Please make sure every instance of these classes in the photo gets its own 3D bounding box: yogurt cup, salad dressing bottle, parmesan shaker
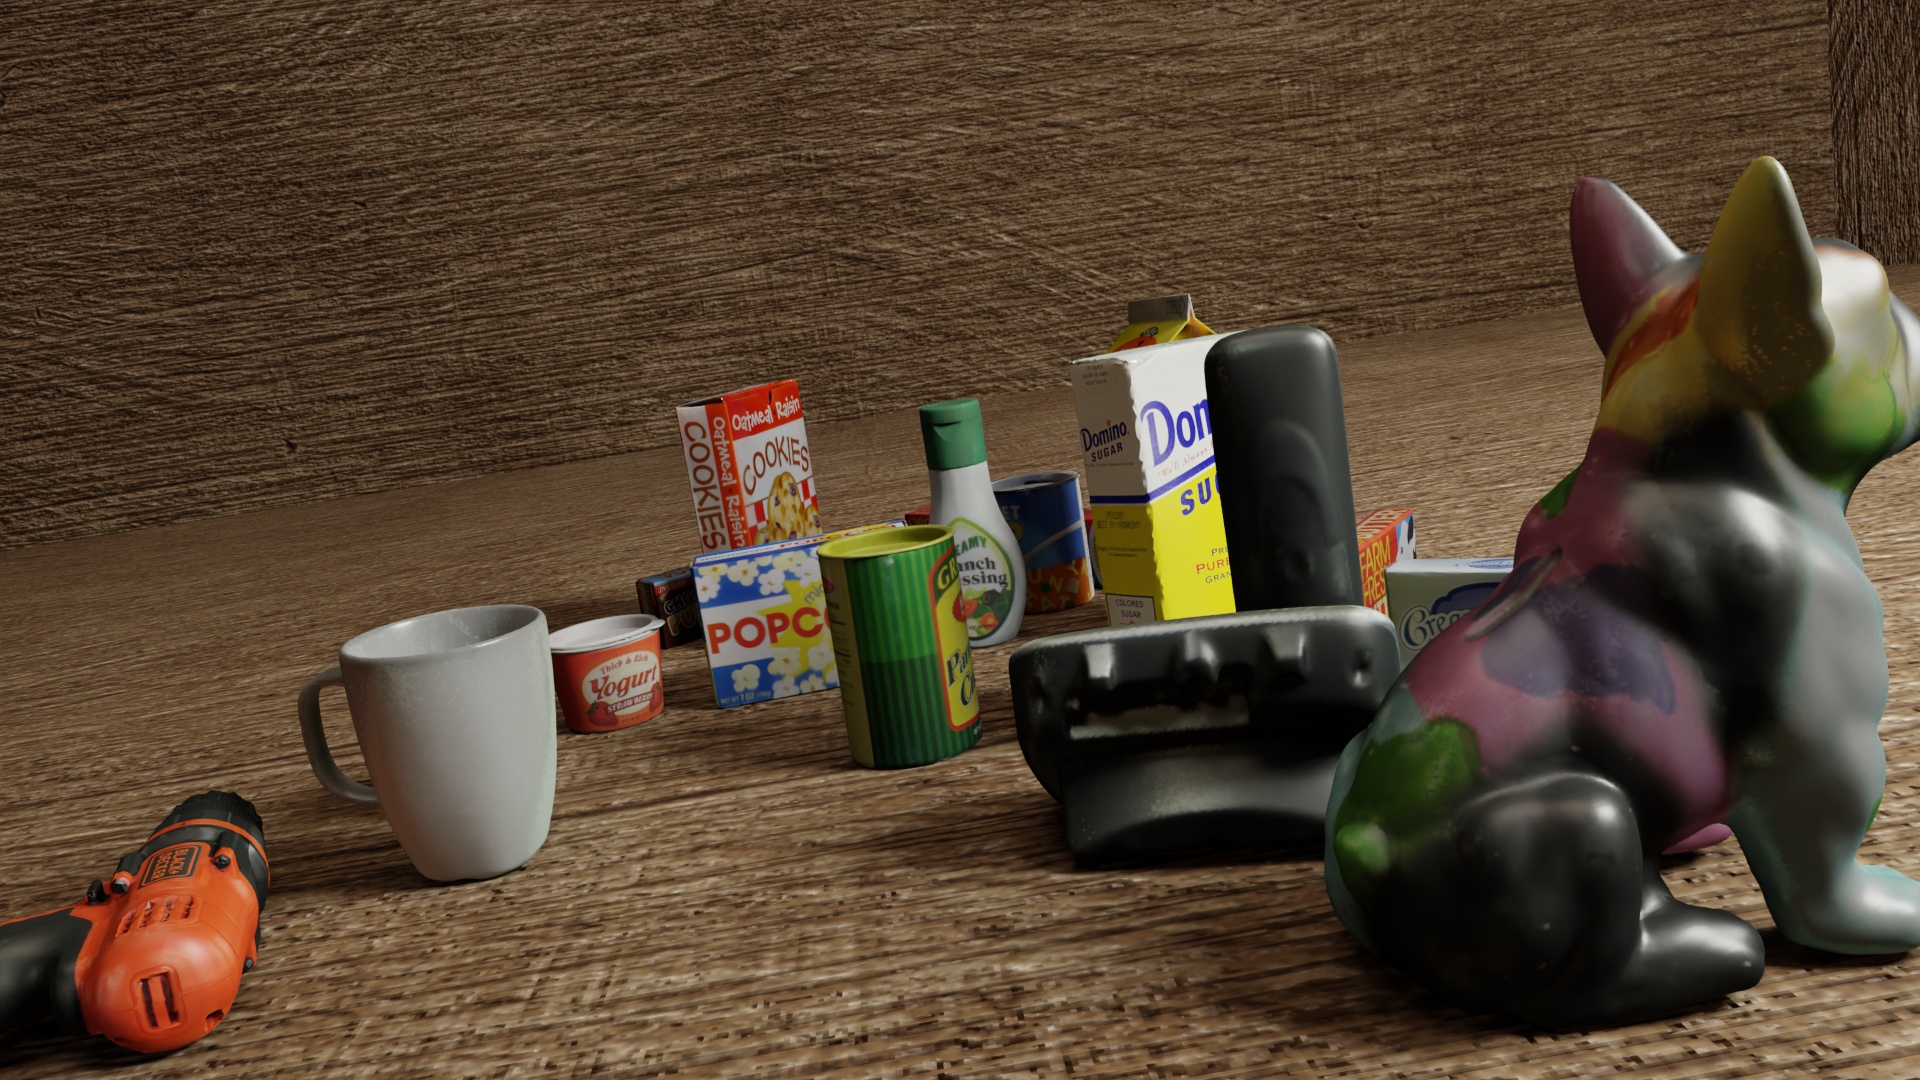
[{"bbox_3d":[-0.202,0.077,0.797,0.072,0.054,0.072,-8,10,2],"label":"yogurt cup"},{"bbox_3d":[0.003,-0.011,0.841,0.064,0.147,0.044,-7,10,9],"label":"salad dressing bottle"},{"bbox_3d":[-0.028,0.049,0.668,0.071,0.103,0.071,-8,10,2],"label":"parmesan shaker"}]

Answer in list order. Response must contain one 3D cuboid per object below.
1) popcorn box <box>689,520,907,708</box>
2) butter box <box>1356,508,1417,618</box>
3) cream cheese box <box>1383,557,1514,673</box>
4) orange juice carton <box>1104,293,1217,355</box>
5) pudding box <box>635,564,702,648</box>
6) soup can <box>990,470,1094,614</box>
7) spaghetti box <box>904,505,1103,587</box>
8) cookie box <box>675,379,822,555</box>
[{"bbox_3d":[-0.086,0.042,0.803,0.127,0.085,0.038,-10,10,-7],"label":"popcorn box"},{"bbox_3d":[0.225,0.019,0.763,0.024,0.053,0.104,-1,12,36],"label":"butter box"},{"bbox_3d":[0.254,0.036,0.648,0.103,0.053,0.024,-1,12,35],"label":"cream cheese box"},{"bbox_3d":[0.125,-0.044,0.800,0.073,0.192,0.072,-12,10,-19],"label":"orange juice carton"},{"bbox_3d":[-0.185,0.041,0.986,0.084,0.049,0.030,-17,13,-41],"label":"pudding box"},{"bbox_3d":[0.048,0.001,0.918,0.071,0.083,0.071,-8,10,2],"label":"soup can"},{"bbox_3d":[0.051,0.003,0.999,0.029,0.050,0.250,-17,13,-41],"label":"spaghetti box"},{"bbox_3d":[-0.139,-0.022,0.967,0.040,0.167,0.123,-6,10,17],"label":"cookie box"}]
